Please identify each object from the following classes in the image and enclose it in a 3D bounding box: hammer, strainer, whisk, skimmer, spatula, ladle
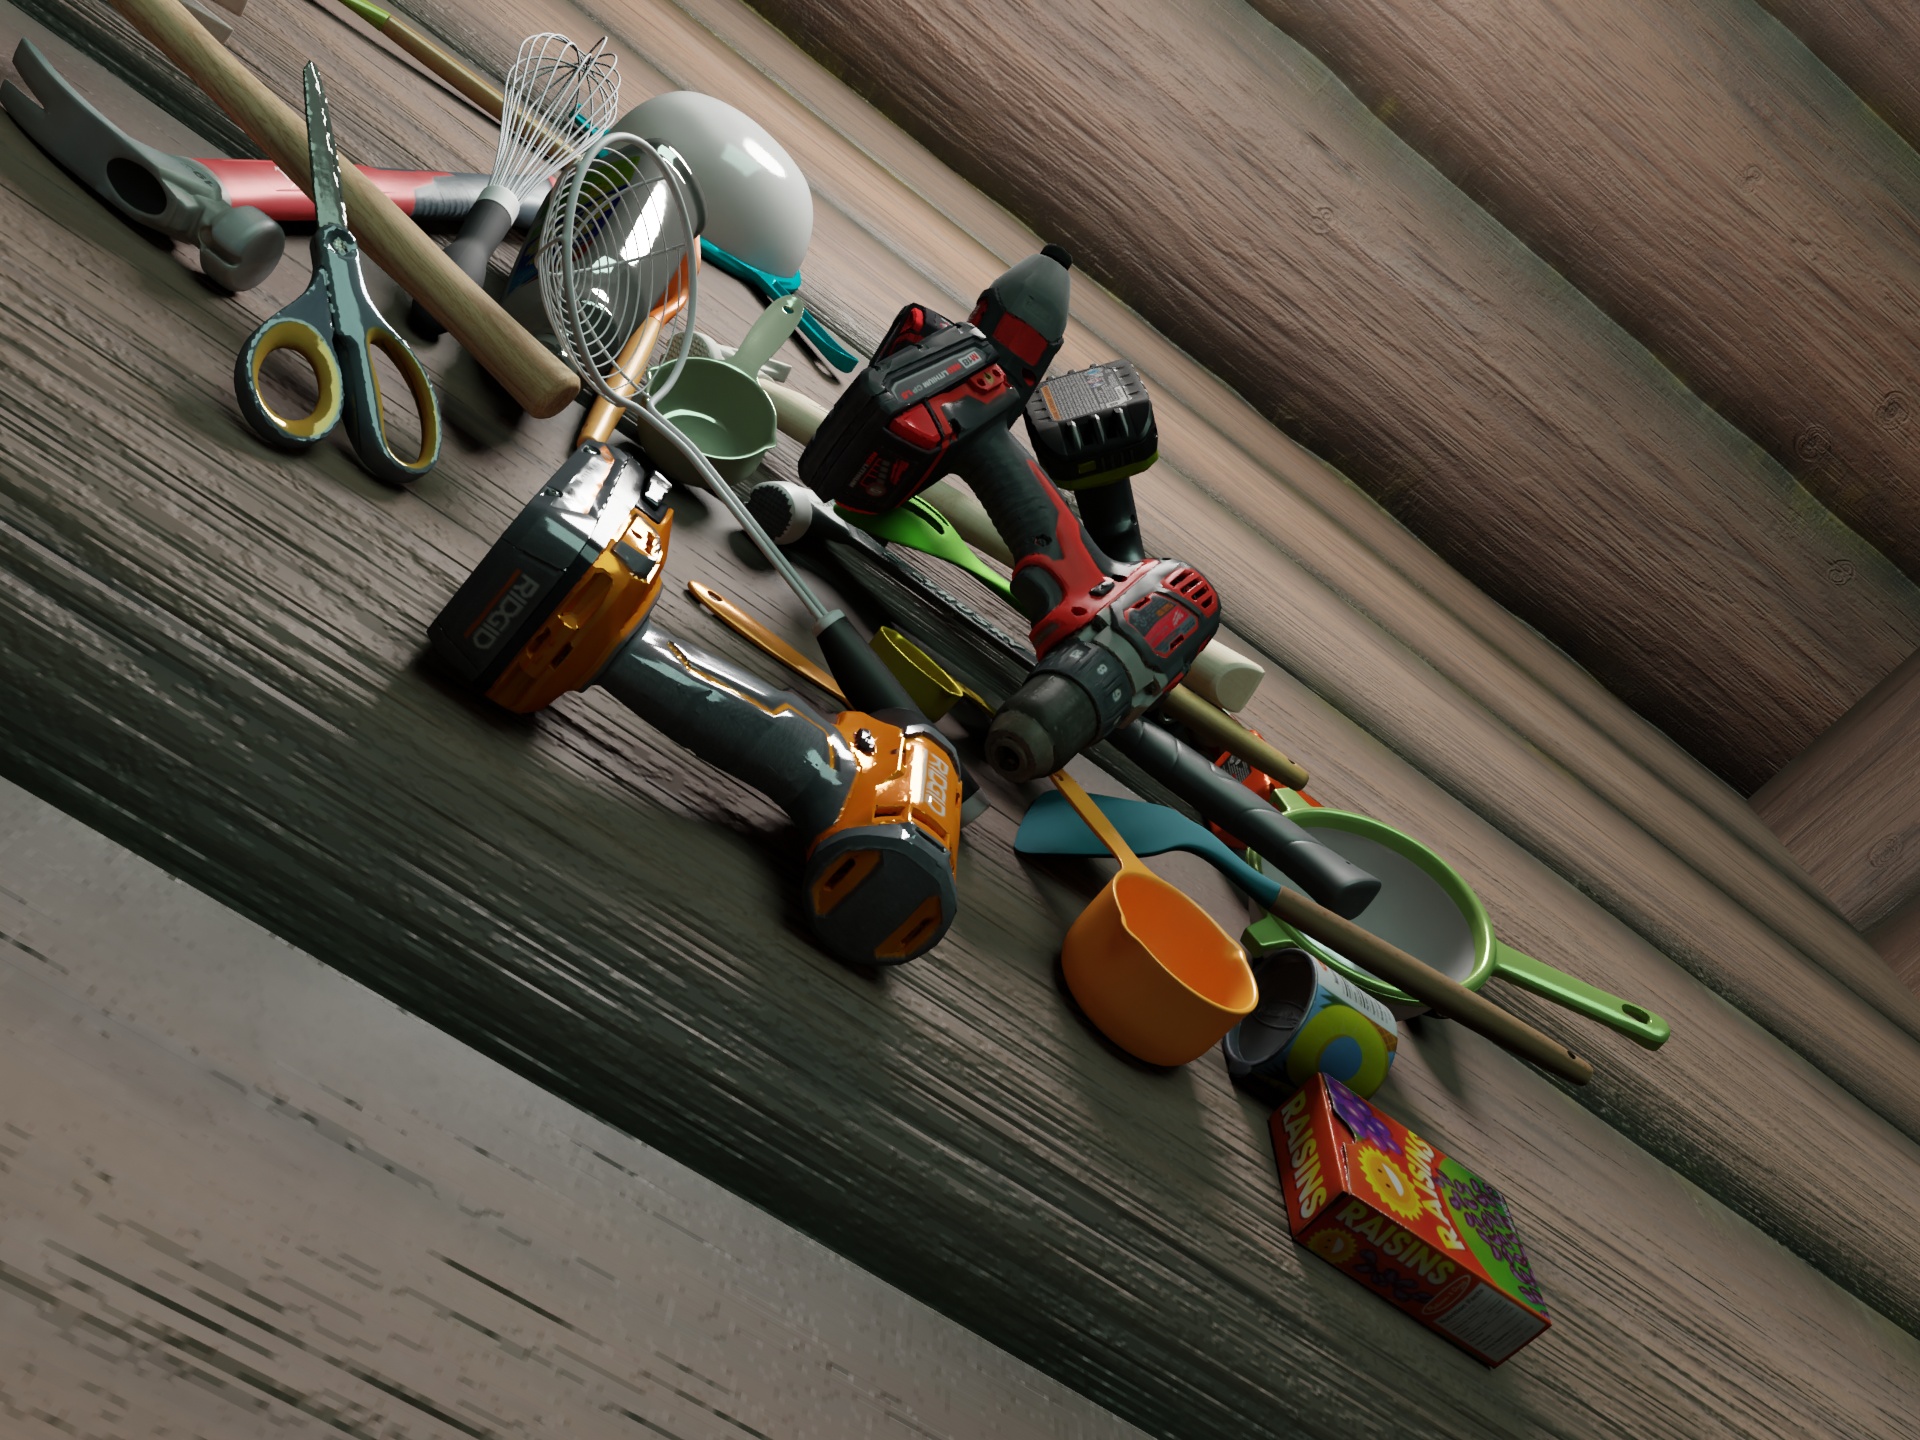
[{"bbox_3d":[0.063,-0.017,0.915,0.409,0.036,0.149,36,18,14],"label":"hammer"},{"bbox_3d":[0.273,0.145,0.915,0.256,0.069,0.152,24,36,2],"label":"strainer"},{"bbox_3d":[-0.256,-0.310,0.912,0.070,0.070,0.285,31,47,-23],"label":"whisk"},{"bbox_3d":[-0.082,-0.112,0.774,0.363,0.090,0.127,52,23,0],"label":"skimmer"},{"bbox_3d":[-0.201,-0.238,0.969,0.041,0.081,0.323,46,23,-25],"label":"spatula"},{"bbox_3d":[0.007,-0.126,0.993,0.411,0.038,0.146,33,14,13],"label":"hammer"},{"bbox_3d":[-0.391,-0.504,1.167,0.320,0.062,0.078,33,23,-25],"label":"ladle"},{"bbox_3d":[-0.308,-0.266,0.754,0.331,0.031,0.130,44,21,-2],"label":"hammer"},{"bbox_3d":[-0.165,-0.423,1.325,0.341,0.095,0.211,50,23,27],"label":"strainer"},{"bbox_3d":[0.181,0.113,0.830,0.317,0.044,0.082,30,25,3],"label":"spatula"},{"bbox_3d":[-0.336,-0.303,0.886,0.143,0.038,0.386,38,21,-1],"label":"hammer"}]

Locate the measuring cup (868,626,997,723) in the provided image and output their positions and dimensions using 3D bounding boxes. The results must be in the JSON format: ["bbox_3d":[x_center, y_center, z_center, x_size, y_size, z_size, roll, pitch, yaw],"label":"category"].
[{"bbox_3d":[-0.001,-0.003,0.881,0.156,0.029,0.062,35,10,-48],"label":"measuring cup"}]

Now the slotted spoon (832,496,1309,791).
[{"bbox_3d":[0.068,-0.048,0.907,0.313,0.031,0.070,33,18,-5],"label":"slotted spoon"}]

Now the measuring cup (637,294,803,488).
[{"bbox_3d":[-0.132,-0.196,0.934,0.083,0.038,0.168,30,47,-5],"label":"measuring cup"}]

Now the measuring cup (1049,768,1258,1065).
[{"bbox_3d":[0.070,0.091,0.769,0.095,0.052,0.174,17,29,-46],"label":"measuring cup"}]

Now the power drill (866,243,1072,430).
[{"bbox_3d":[0.002,-0.243,1.085,0.078,0.143,0.220,31,-8,-19],"label":"power drill"}]

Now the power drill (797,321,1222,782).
[{"bbox_3d":[0.020,-0.084,0.832,0.227,0.080,0.188,48,46,2],"label":"power drill"}]

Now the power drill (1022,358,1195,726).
[{"bbox_3d":[0.108,-0.113,1.068,0.171,0.080,0.223,-98,172,-62],"label":"power drill"}]

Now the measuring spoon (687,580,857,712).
[{"bbox_3d":[-0.089,-0.038,0.811,0.117,0.011,0.021,36,22,-12],"label":"measuring spoon"}]

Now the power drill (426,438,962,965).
[{"bbox_3d":[-0.092,-0.012,0.667,0.226,0.084,0.164,39,20,-15],"label":"power drill"}]
